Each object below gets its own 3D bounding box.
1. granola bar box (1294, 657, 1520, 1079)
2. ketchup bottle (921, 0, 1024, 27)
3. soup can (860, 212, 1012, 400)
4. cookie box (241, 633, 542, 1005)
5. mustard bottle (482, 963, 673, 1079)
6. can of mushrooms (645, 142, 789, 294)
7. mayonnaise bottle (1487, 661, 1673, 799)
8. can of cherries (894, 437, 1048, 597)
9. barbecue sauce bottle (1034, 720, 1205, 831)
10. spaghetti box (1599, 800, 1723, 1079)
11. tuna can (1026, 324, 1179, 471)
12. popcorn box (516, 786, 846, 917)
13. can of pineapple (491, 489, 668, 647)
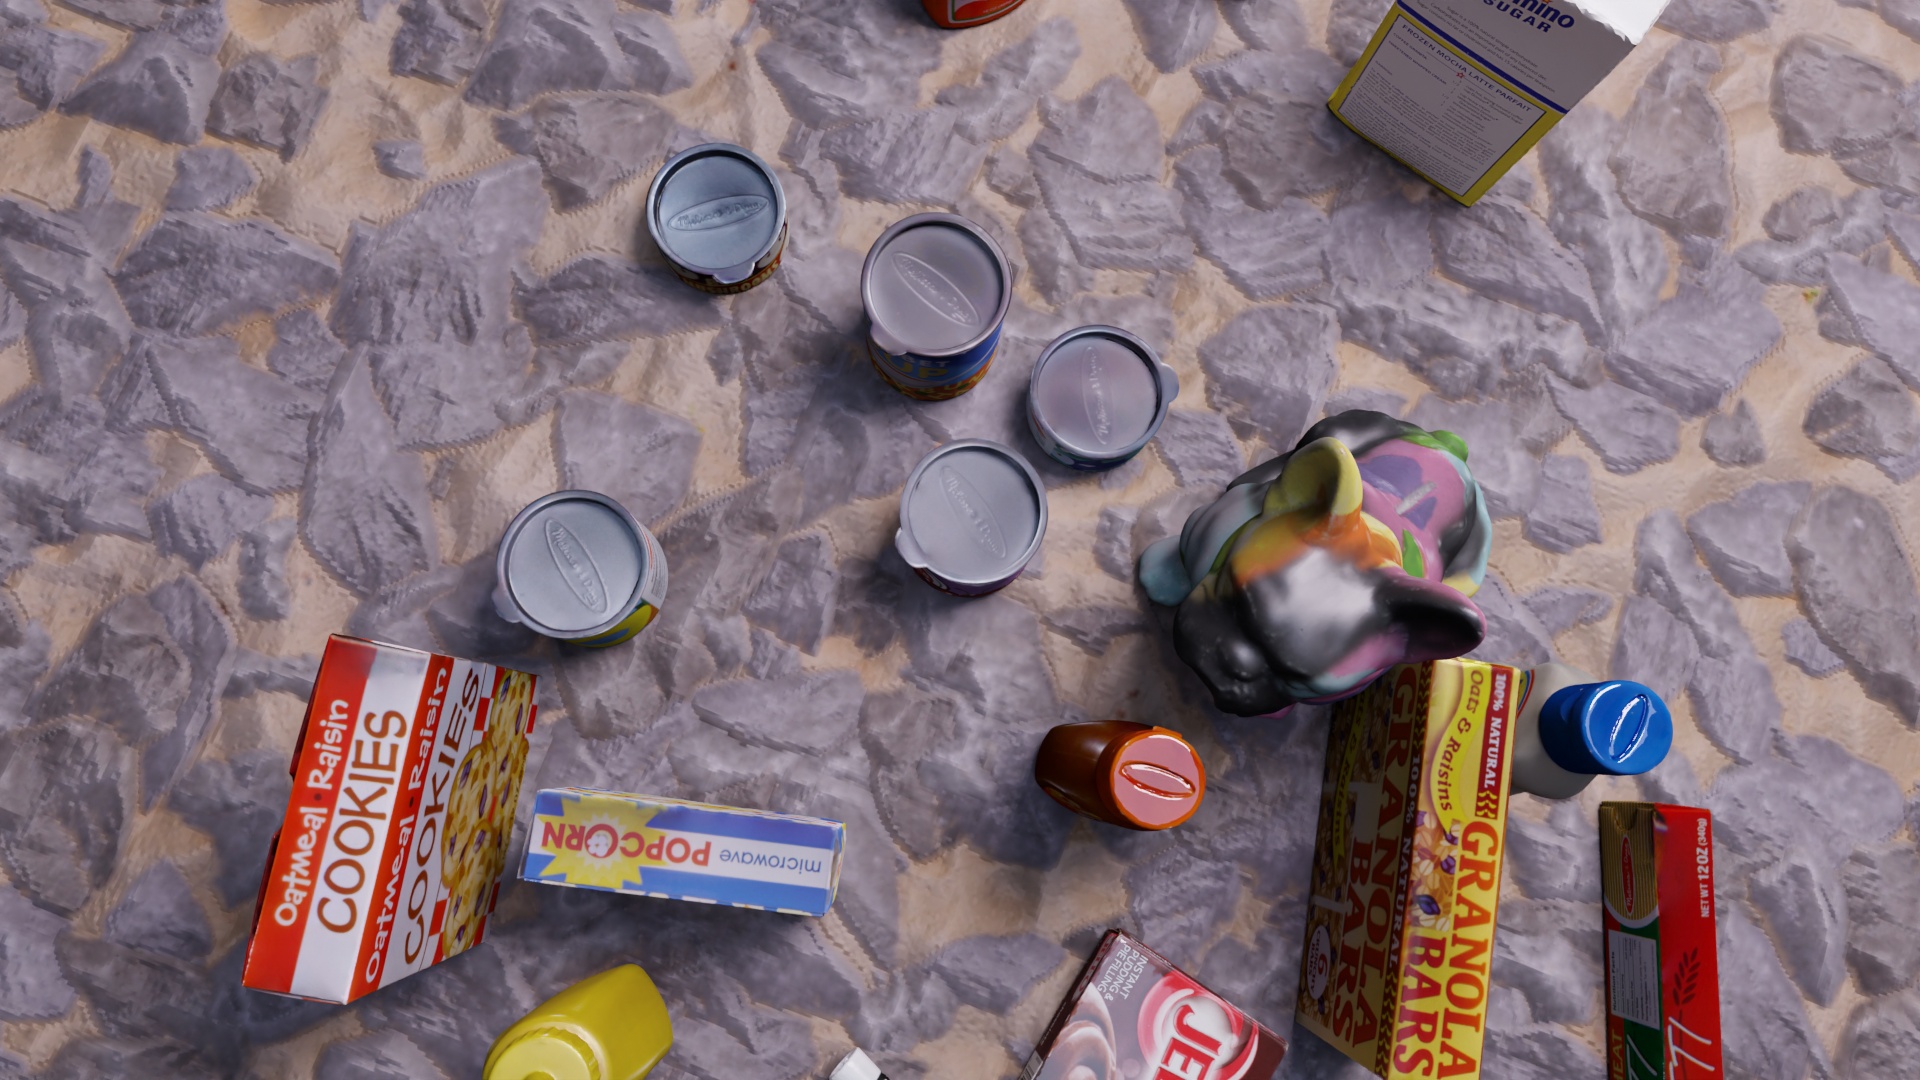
[{"bbox_3d":[0.189,0.136,0.595,0.039,0.124,0.166,10,80,-1],"label":"granola bar box"},{"bbox_3d":[0.012,-0.298,0.646,0.065,0.148,0.043,-25,83,-6],"label":"ketchup bottle"},{"bbox_3d":[-0.014,-0.104,0.645,0.071,0.083,0.071,0,81,-3],"label":"soup can"},{"bbox_3d":[-0.219,0.107,0.557,0.040,0.167,0.123,10,81,-1],"label":"cookie box"},{"bbox_3d":[-0.155,0.206,0.547,0.065,0.160,0.049,-28,84,-7],"label":"mustard bottle"},{"bbox_3d":[-0.116,-0.153,0.673,0.071,0.033,0.071,0,81,-3],"label":"can of mushrooms"},{"bbox_3d":[0.248,0.081,0.595,0.041,0.148,0.065,30,81,2],"label":"mayonnaise bottle"},{"bbox_3d":[0.002,-0.008,0.643,0.071,0.058,0.071,0,81,-3],"label":"can of cherries"},{"bbox_3d":[0.069,0.099,0.583,0.065,0.148,0.044,19,81,0],"label":"barbecue sauce bottle"},{"bbox_3d":[0.315,0.244,0.621,0.029,0.050,0.250,3,80,-2],"label":"spaghetti box"},{"bbox_3d":[0.067,-0.068,0.669,0.071,0.032,0.071,0,81,-3],"label":"tuna can"},{"bbox_3d":[-0.114,0.133,0.600,0.127,0.085,0.038,8,81,-2],"label":"popcorn box"},{"bbox_3d":[-0.172,0.015,0.630,0.071,0.057,0.071,0,81,-3],"label":"can of pineapple"}]
